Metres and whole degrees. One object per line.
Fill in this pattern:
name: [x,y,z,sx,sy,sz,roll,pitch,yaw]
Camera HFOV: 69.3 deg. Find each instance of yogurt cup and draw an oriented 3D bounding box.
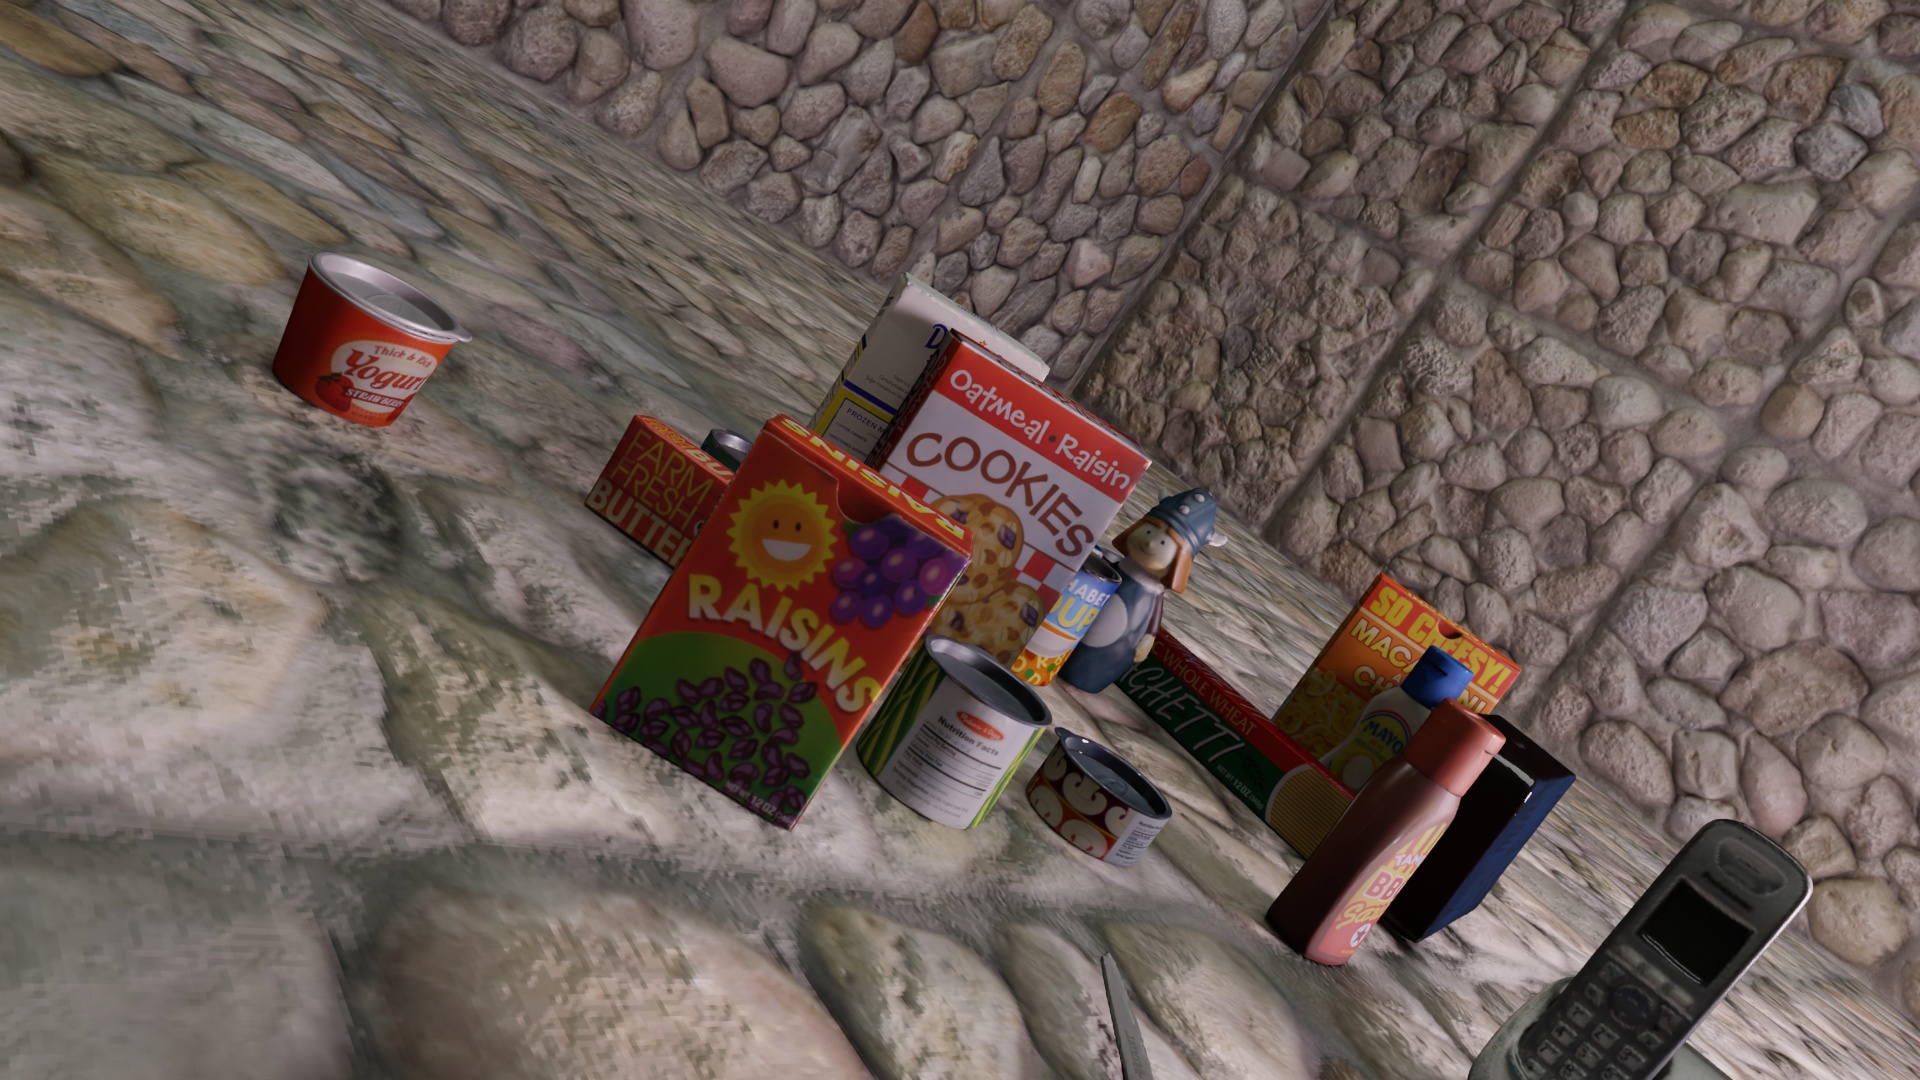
yogurt cup: [-0.262,-0.086,0.609,0.072,0.054,0.072,32,11,-7]

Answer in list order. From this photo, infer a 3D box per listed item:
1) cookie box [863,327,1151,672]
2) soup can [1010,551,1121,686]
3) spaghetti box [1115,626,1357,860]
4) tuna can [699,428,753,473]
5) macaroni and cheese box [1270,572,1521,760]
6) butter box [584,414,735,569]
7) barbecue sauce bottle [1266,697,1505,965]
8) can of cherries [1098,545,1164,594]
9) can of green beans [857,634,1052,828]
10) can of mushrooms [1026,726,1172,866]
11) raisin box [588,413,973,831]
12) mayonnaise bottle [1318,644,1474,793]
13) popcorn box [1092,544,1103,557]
cookie box: [0.003,-0.009,0.733,0.123,0.167,0.040,30,11,-19]
soup can: [0.052,0.041,0.876,0.071,0.083,0.071,32,11,-7]
spaghetti box: [0.175,0.125,0.953,0.028,0.050,0.251,22,16,-48]
tuna can: [-0.130,-0.037,0.828,0.071,0.032,0.071,32,11,-7]
macaroni and cheese box: [0.324,0.128,1.062,0.124,0.166,0.040,35,10,8]
butter box: [-0.127,-0.012,0.675,0.103,0.053,0.024,35,10,9]
barbecue sauce bottle: [0.222,0.150,0.720,0.065,0.148,0.044,21,16,-49]
can of cherries: [0.121,0.046,1.119,0.071,0.058,0.071,32,11,-7]
can of green beans: [-0.003,0.083,0.606,0.071,0.057,0.071,32,11,-7]
can of mushrooms: [0.066,0.126,0.683,0.071,0.033,0.071,32,11,-7]
raisin box: [-0.063,0.029,0.498,0.086,0.123,0.040,33,10,-4]
mayonnaise bottle: [0.306,0.143,0.992,0.065,0.148,0.041,41,13,34]
popcorn box: [0.019,0.008,0.921,0.126,0.085,0.038,29,11,-22]
